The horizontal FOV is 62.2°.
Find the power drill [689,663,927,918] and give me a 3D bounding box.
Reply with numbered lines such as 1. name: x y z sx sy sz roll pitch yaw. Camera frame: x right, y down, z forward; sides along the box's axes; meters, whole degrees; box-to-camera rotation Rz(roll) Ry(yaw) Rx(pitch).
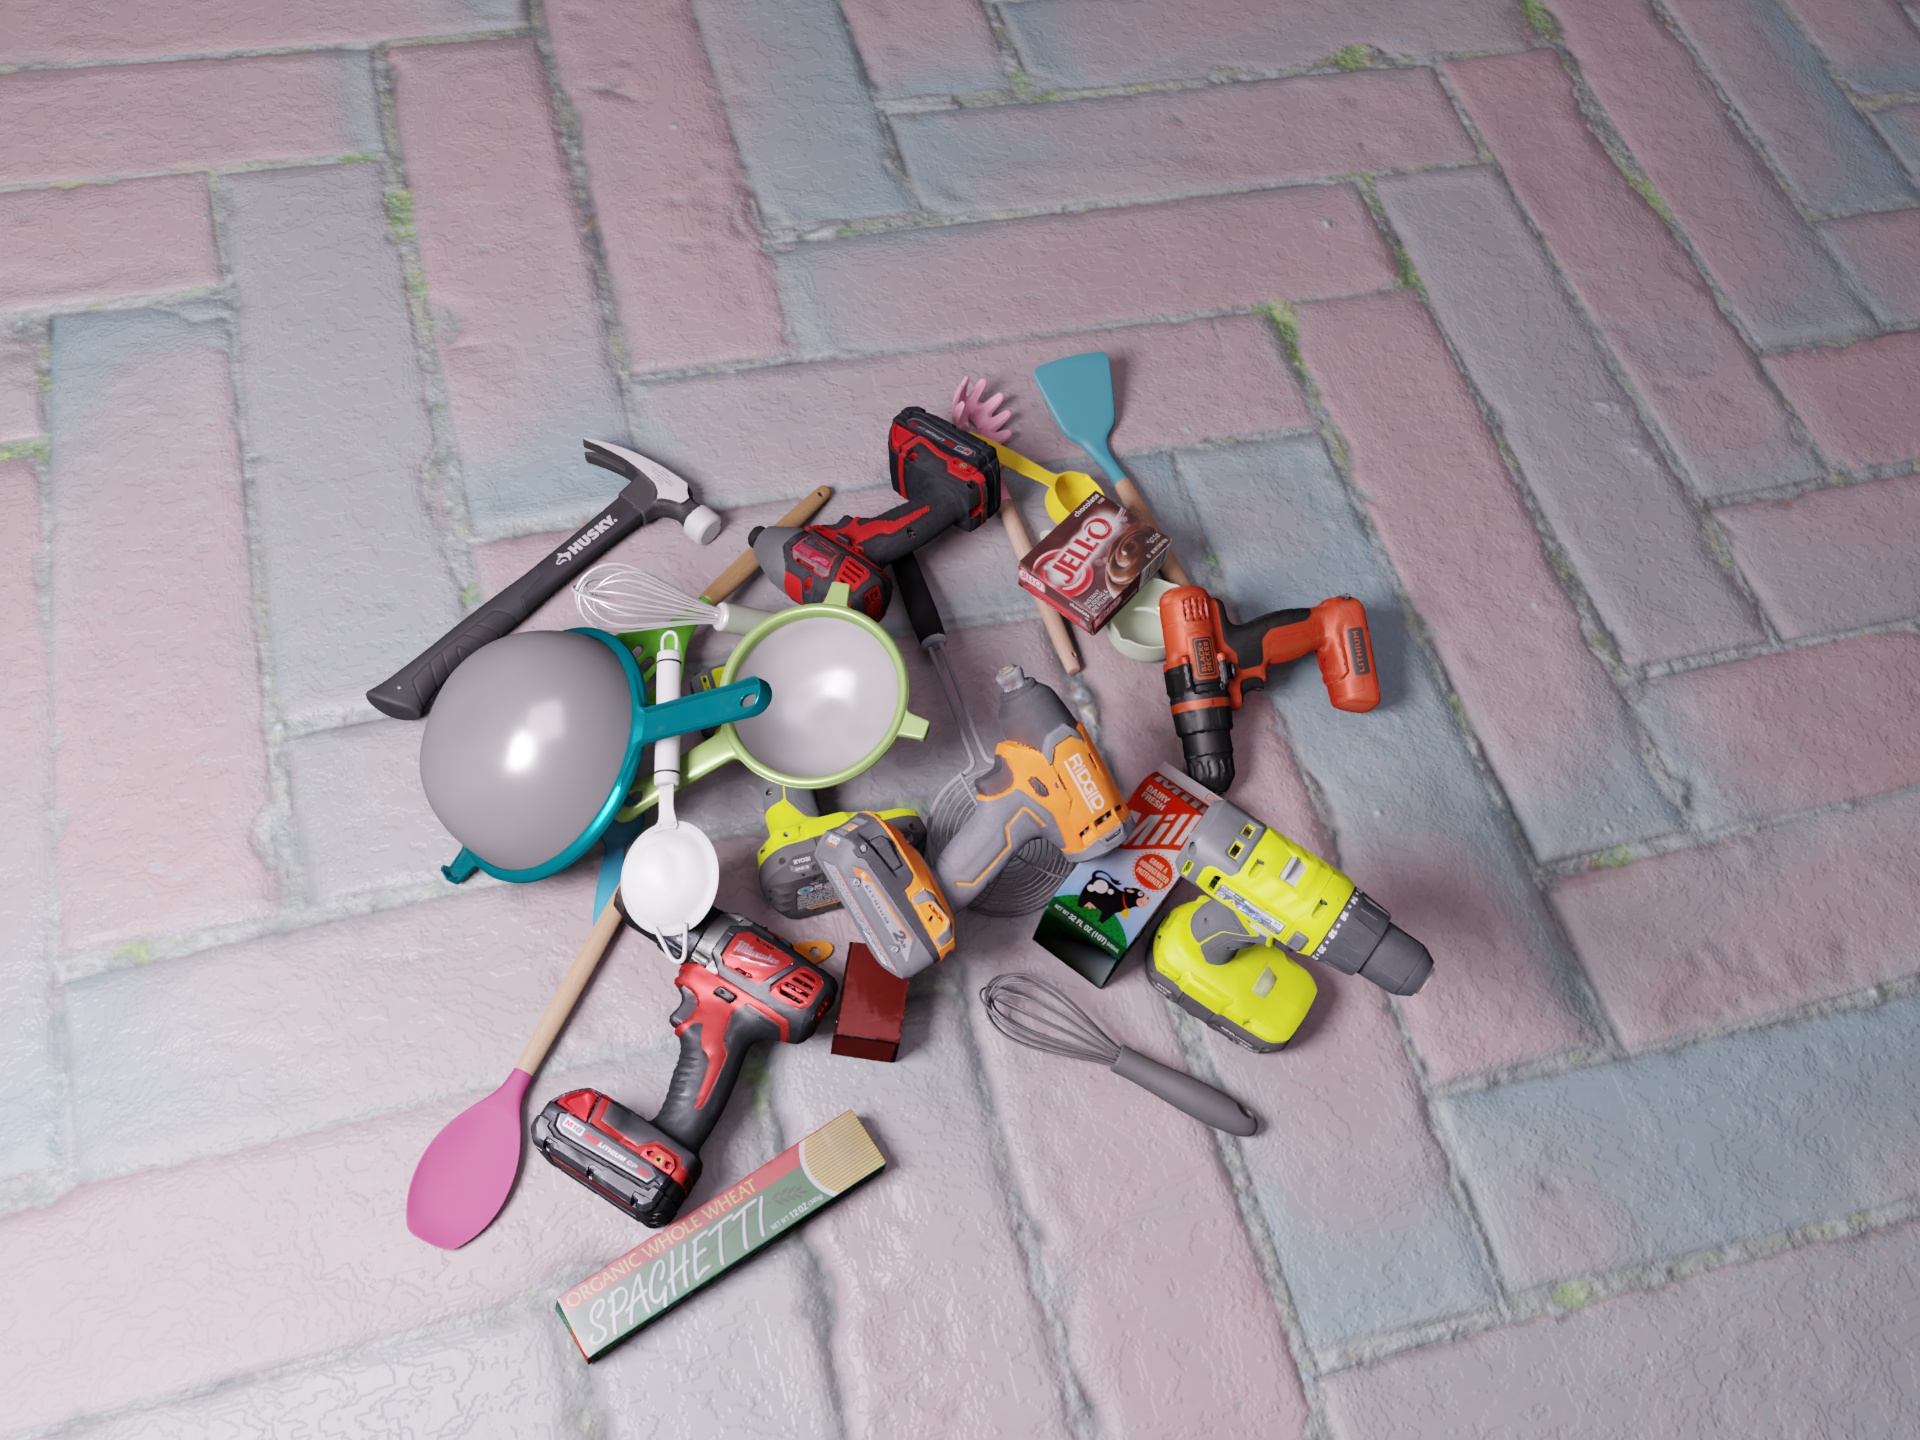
1. power drill: -0.114 0.037 1.311 0.171 0.080 0.223 -14 61 -13

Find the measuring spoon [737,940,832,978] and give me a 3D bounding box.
1. measuring spoon: -0.157 0.195 1.257 0.117 0.011 0.021 -13 73 -18

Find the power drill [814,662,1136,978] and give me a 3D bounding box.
1. power drill: 0.008 0.071 1.203 0.226 0.084 0.164 -33 104 -17

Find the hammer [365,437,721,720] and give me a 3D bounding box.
1. hammer: -0.376 -0.119 1.386 0.146 0.035 0.335 39 64 13

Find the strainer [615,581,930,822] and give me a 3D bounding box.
1. strainer: -0.156 0.015 1.253 0.256 0.069 0.152 -30 71 -2

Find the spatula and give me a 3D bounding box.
1. spatula: 0.165 -0.210 1.497 0.082 0.044 0.318 -17 66 -20

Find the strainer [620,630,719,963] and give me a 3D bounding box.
1. strainer: -0.223 0.051 1.197 0.087 0.050 0.259 -11 69 22

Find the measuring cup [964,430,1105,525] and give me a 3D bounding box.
1. measuring cup: 0.063 -0.223 1.478 0.156 0.029 0.062 26 52 -11

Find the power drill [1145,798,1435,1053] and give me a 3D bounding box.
1. power drill: 0.237 0.168 1.193 0.190 0.228 0.080 33 63 11

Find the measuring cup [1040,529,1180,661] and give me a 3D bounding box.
1. measuring cup: 0.135 -0.115 1.448 0.168 0.038 0.083 40 65 19

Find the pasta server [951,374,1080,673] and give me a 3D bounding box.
1. pasta server: 0.054 -0.184 1.472 0.060 0.040 0.316 2 58 -41

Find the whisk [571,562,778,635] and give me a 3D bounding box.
1. whisk: -0.209 -0.088 1.332 0.246 0.058 0.059 9 14 -36

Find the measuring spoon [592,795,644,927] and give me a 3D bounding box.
1. measuring spoon: -0.280 0.115 1.276 0.042 0.021 0.129 4 62 -5

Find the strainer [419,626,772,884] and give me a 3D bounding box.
1. strainer: -0.295 0.001 1.185 0.340 0.095 0.211 -13 64 34

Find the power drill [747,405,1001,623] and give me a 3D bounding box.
1. power drill: -0.076 -0.178 1.408 0.143 0.078 0.220 32 59 25

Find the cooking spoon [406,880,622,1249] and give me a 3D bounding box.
1. cooking spoon: -0.316 0.243 1.201 0.069 0.017 0.319 24 64 3

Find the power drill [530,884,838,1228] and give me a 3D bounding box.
1. power drill: -0.223 0.235 1.182 0.188 0.080 0.227 30 64 9

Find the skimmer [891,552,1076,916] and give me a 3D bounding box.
1. skimmer: -0.002 -0.004 1.372 0.127 0.090 0.364 -19 54 -3

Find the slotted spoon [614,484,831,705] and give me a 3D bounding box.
1. slotted spoon: -0.205 -0.116 1.389 0.070 0.031 0.314 43 54 -5

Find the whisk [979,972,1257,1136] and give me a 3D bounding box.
1. whisk: 0.123 0.262 1.237 0.239 0.055 0.055 27 62 2
